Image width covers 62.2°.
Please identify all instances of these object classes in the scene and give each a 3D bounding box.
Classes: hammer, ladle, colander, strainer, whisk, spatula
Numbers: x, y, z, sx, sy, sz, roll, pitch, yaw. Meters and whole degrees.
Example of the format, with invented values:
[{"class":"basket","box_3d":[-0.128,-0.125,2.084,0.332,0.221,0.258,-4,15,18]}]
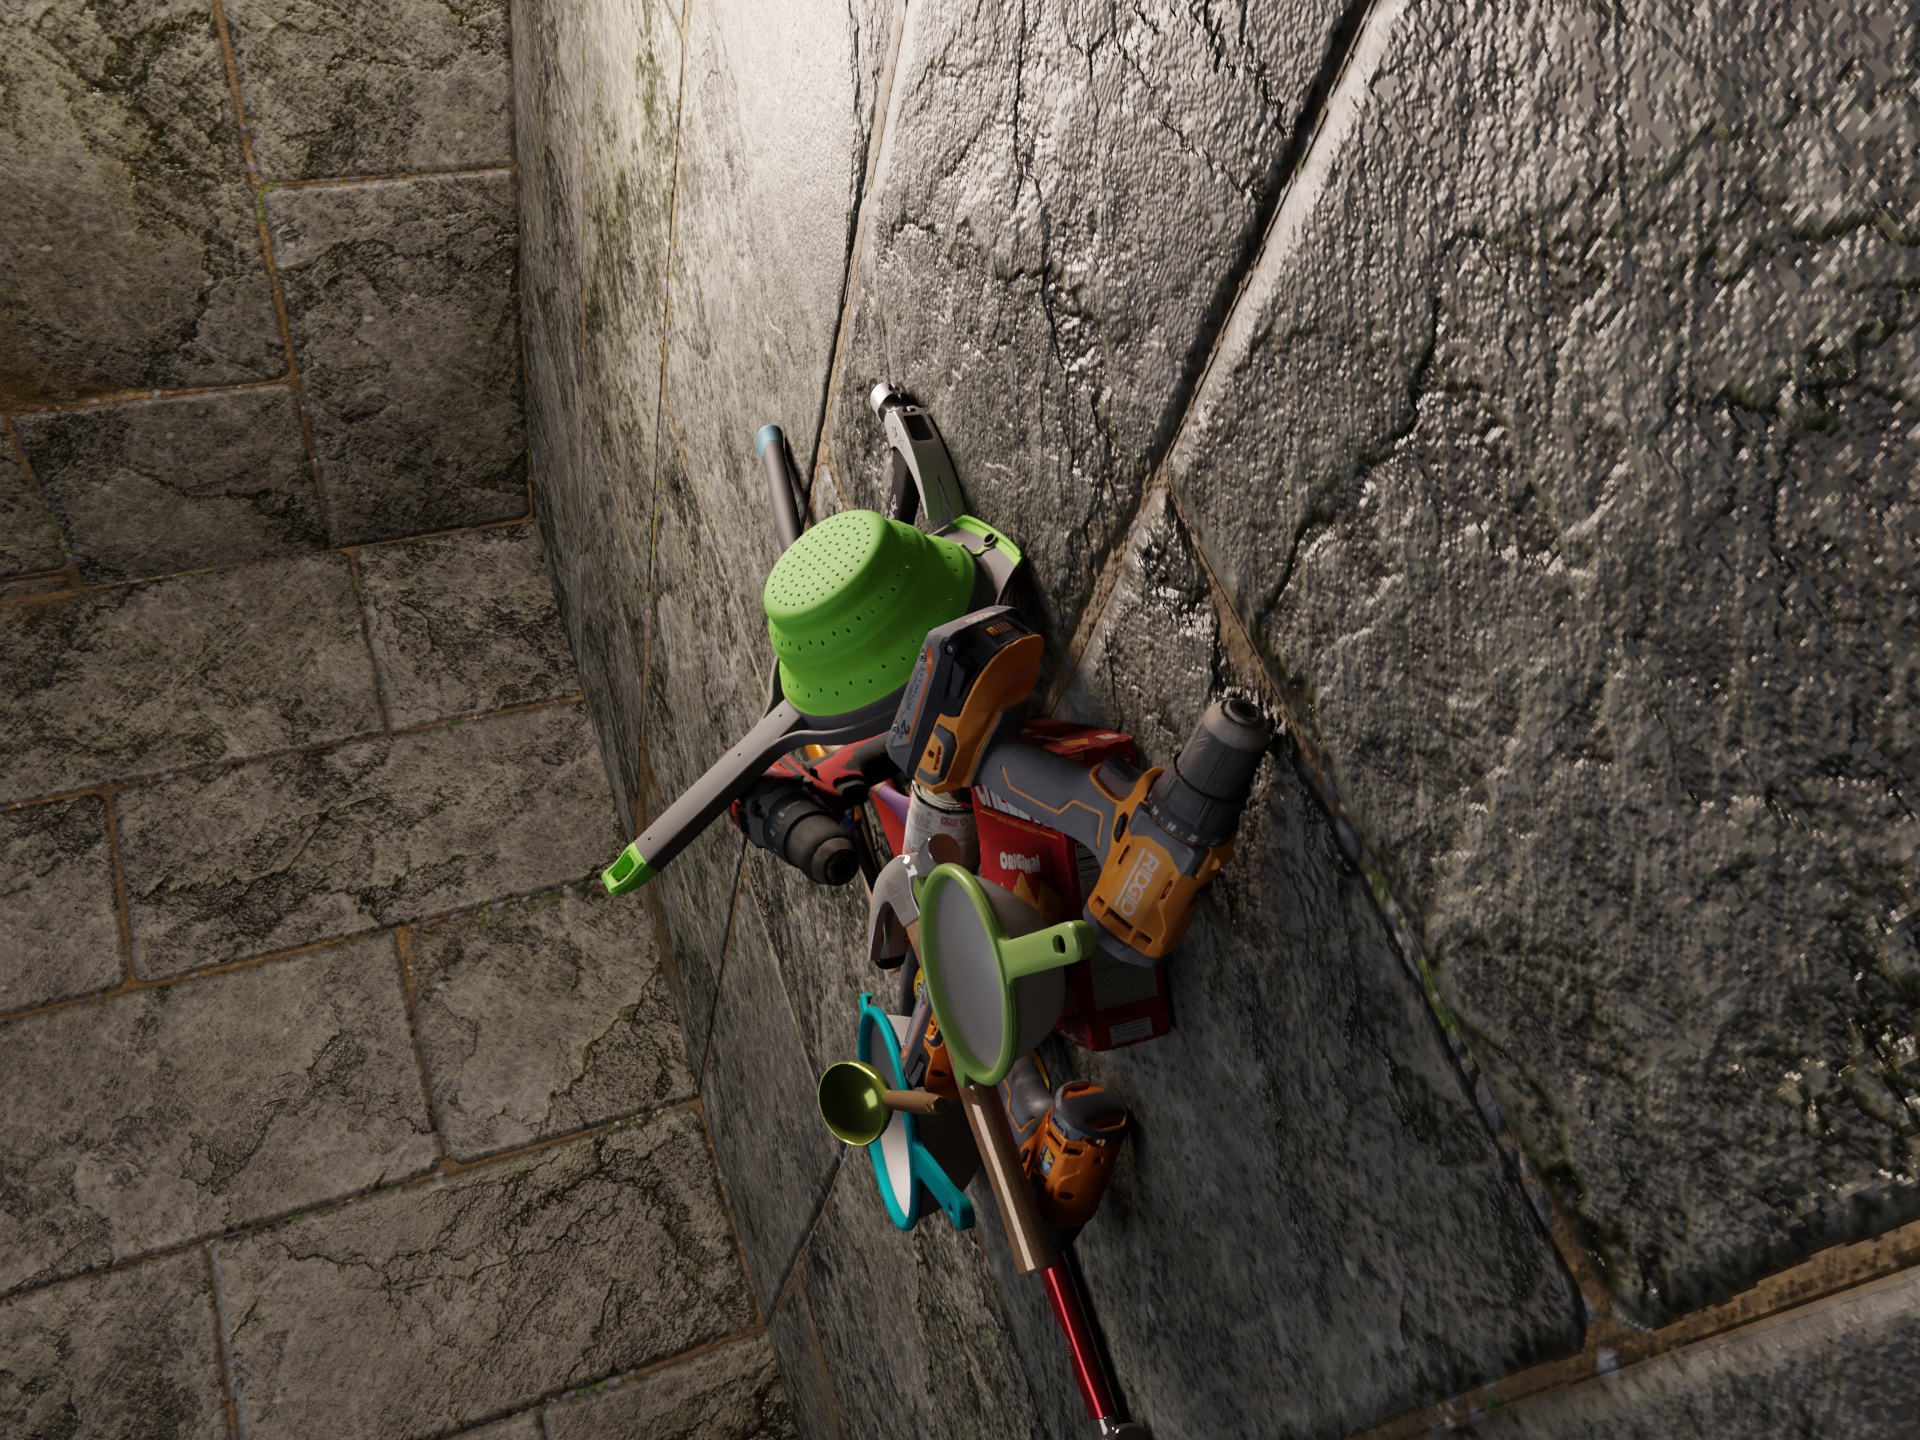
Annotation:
[{"class":"hammer","box_3d":[-0.072,0.069,1.557,0.149,0.036,0.359,109,144,-55]},{"class":"ladle","box_3d":[-0.064,0.321,1.325,0.320,0.062,0.078,140,113,-72]},{"class":"colander","box_3d":[-0.136,-0.032,1.175,0.094,0.397,0.205,49,176,-36]},{"class":"hammer","box_3d":[0.069,0.457,1.398,0.143,0.038,0.387,119,135,-63]},{"class":"strainer","box_3d":[0.048,0.153,1.035,0.256,0.069,0.151,145,114,-64]},{"class":"hammer","box_3d":[-0.117,0.079,1.582,0.127,0.034,0.337,100,151,-47]},{"class":"hammer","box_3d":[-0.170,-0.168,1.625,0.128,0.033,0.331,107,153,-55]},{"class":"strainer","box_3d":[-0.012,0.381,1.465,0.340,0.095,0.211,-159,63,-71]},{"class":"whisk","box_3d":[-0.056,0.311,1.629,0.073,0.073,0.295,-130,40,-52]},{"class":"hammer","box_3d":[0.004,0.262,1.232,0.130,0.031,0.331,-40,63,48]},{"class":"hammer","box_3d":[-0.062,-0.118,1.395,0.334,0.035,0.146,105,147,-44]},{"class":"spatula","box_3d":[-0.088,0.055,1.505,0.316,0.018,0.059,39,139,34]}]

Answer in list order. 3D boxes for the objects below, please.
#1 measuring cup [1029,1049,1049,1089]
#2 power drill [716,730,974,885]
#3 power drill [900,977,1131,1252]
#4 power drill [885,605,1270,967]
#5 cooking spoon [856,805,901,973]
[{"class":"measuring cup","box_3d":[0.042,0.264,1.371,0.062,0.029,0.156,163,94,-70]},{"class":"power drill","box_3d":[-0.060,0.052,1.229,0.188,0.226,0.080,34,135,53]},{"class":"power drill","box_3d":[0.039,0.315,1.282,0.227,0.084,0.164,46,128,45]},{"class":"power drill","box_3d":[0.074,0.019,0.975,0.226,0.084,0.185,39,128,22]},{"class":"cooking spoon","box_3d":[-0.109,0.114,1.706,0.069,0.017,0.319,145,112,-69]}]
